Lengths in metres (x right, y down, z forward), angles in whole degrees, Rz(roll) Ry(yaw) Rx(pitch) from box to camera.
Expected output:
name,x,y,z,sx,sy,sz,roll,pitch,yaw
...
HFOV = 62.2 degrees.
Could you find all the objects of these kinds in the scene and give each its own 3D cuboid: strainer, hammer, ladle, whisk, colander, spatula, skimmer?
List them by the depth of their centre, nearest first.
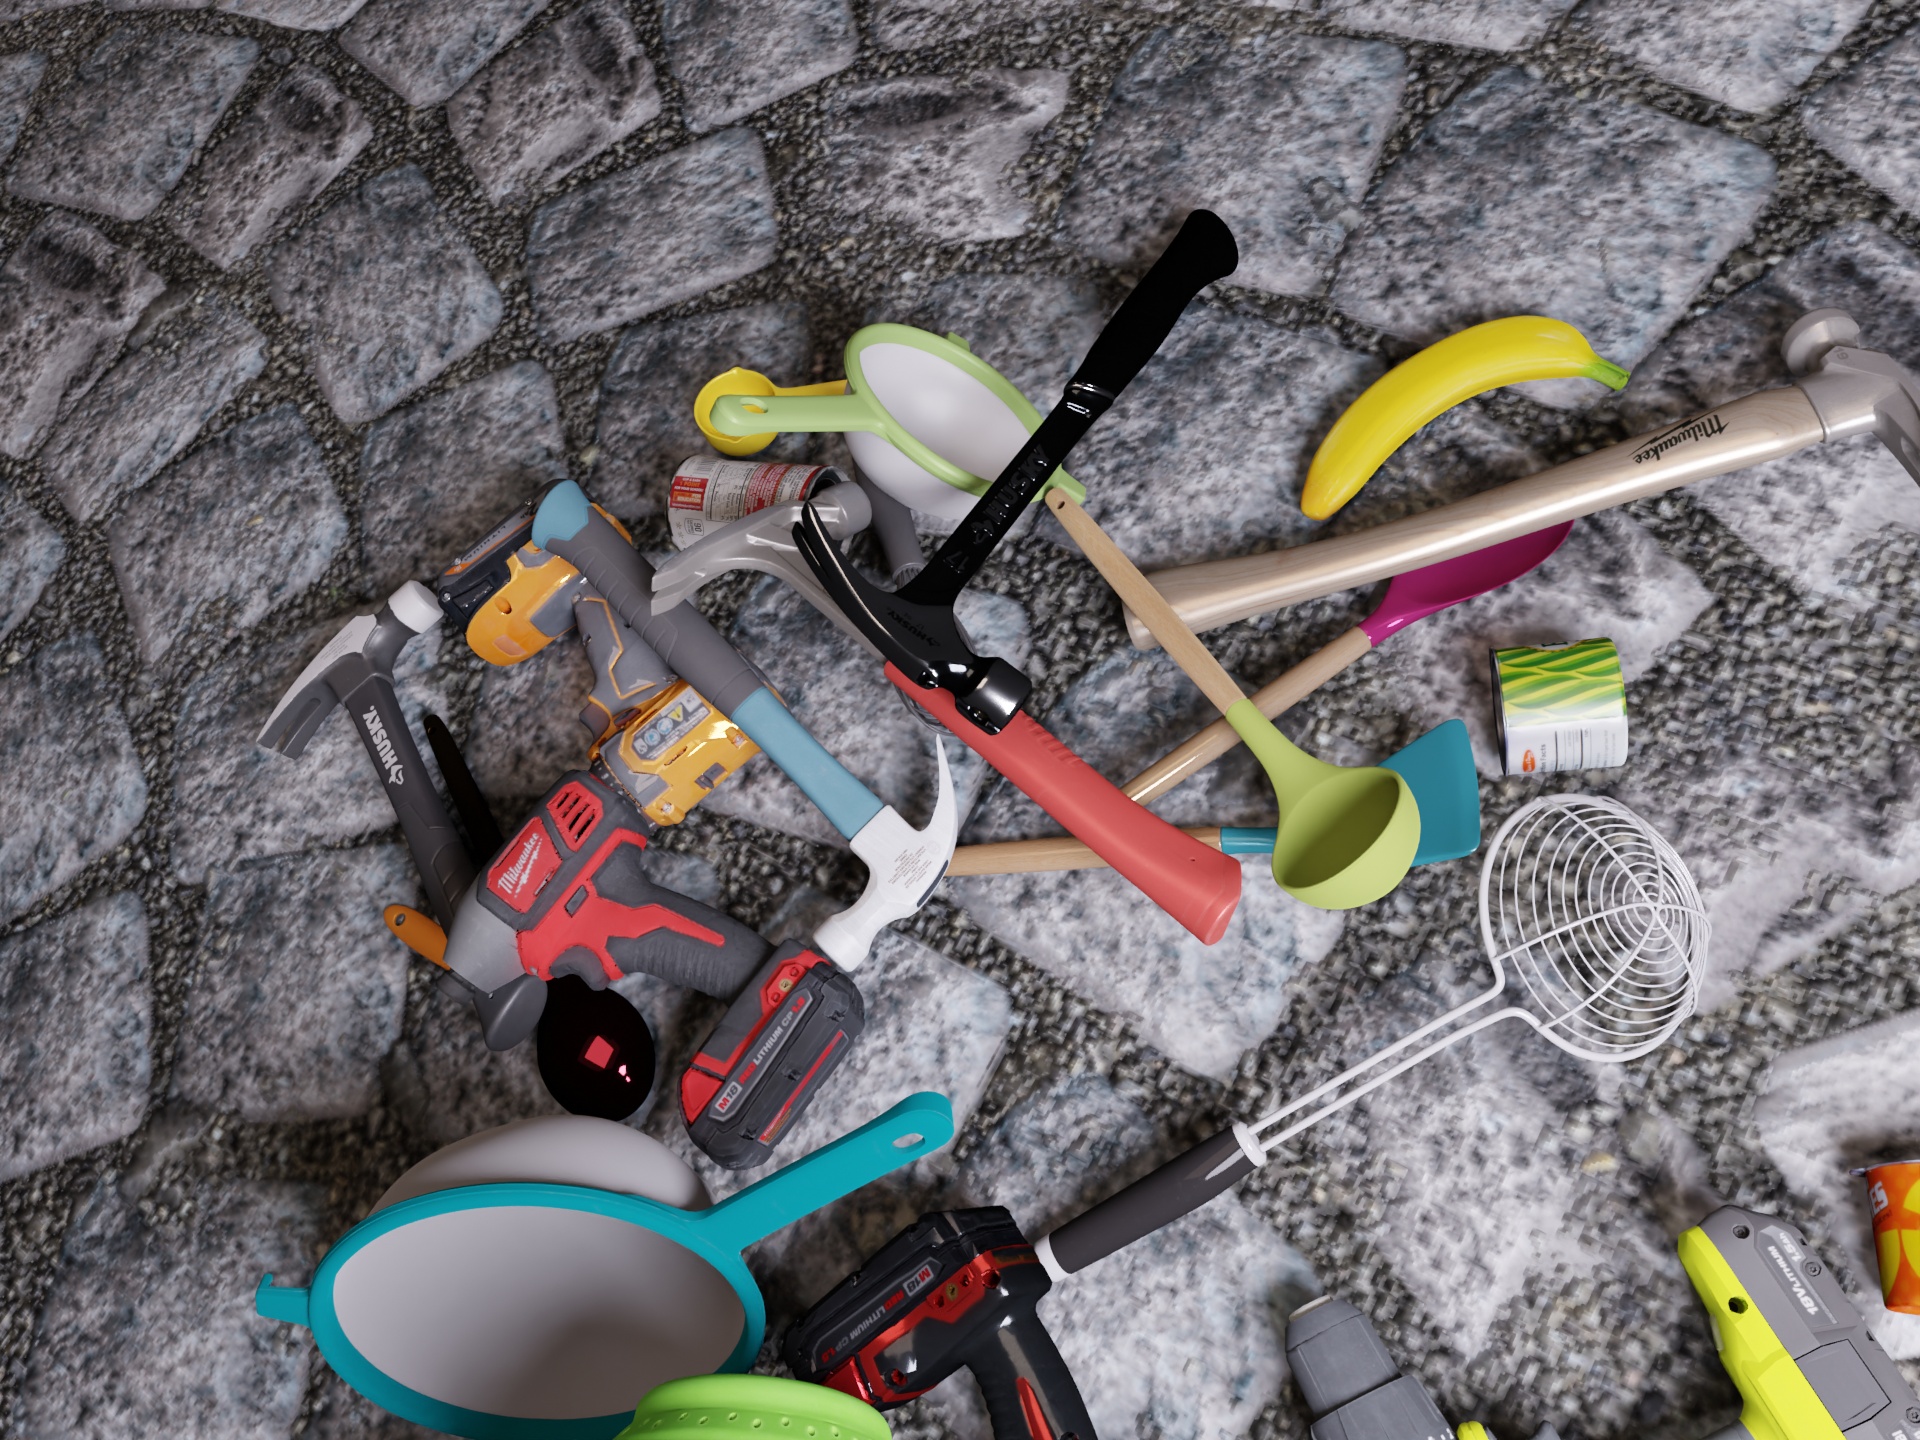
name,x,y,z,sx,sy,sz,roll,pitch,yaw
colander,-0.154,0.360,0.701,0.397,0.204,0.095,-21,44,29
strainer,-0.148,0.230,0.764,0.340,0.210,0.095,-31,33,17
skimmer,0.194,0.168,0.780,0.363,0.090,0.127,-35,88,13
ladle,0.125,-0.028,0.835,0.078,0.062,0.320,-42,55,10
hammer,-0.001,-0.003,0.846,0.149,0.036,0.359,-33,61,-34
hammer,0.287,-0.104,0.849,0.410,0.038,0.146,-17,41,15
spatula,0.113,0.059,0.854,0.317,0.044,0.082,-7,52,17
hammer,0.059,-0.176,0.905,0.149,0.036,0.409,37,57,-2
hammer,-0.131,-0.018,0.909,0.128,0.033,0.331,-44,76,-9
strainer,-0.052,-0.160,0.928,0.152,0.256,0.069,54,129,21
ladle,-0.270,0.108,0.969,0.069,0.031,0.316,-37,59,1
whisk,-0.034,-0.090,0.971,0.055,0.055,0.239,-22,57,7
hammer,-0.336,0.065,0.985,0.146,0.035,0.335,-40,57,5

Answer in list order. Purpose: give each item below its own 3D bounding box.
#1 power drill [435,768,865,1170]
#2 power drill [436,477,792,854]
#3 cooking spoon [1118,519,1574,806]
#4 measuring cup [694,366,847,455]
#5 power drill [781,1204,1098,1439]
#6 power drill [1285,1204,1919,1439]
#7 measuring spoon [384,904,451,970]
name,x,y,z,sx,sy,sz,roll,pitch,yaw
power drill,-0.173,0.138,0.861,0.220,0.078,0.143,34,76,15
power drill,-0.236,-0.020,0.988,0.185,0.084,0.226,-41,65,-3
cooking spoon,0.198,-0.031,0.865,0.319,0.017,0.069,-34,39,-5
measuring cup,-0.098,-0.208,1.063,0.156,0.029,0.062,-5,64,3
power drill,0.010,0.360,0.726,0.188,0.080,0.227,-43,62,11
power drill,0.267,0.302,0.673,0.228,0.080,0.191,-30,61,6
measuring spoon,-0.316,0.141,0.975,0.117,0.011,0.021,26,76,26
